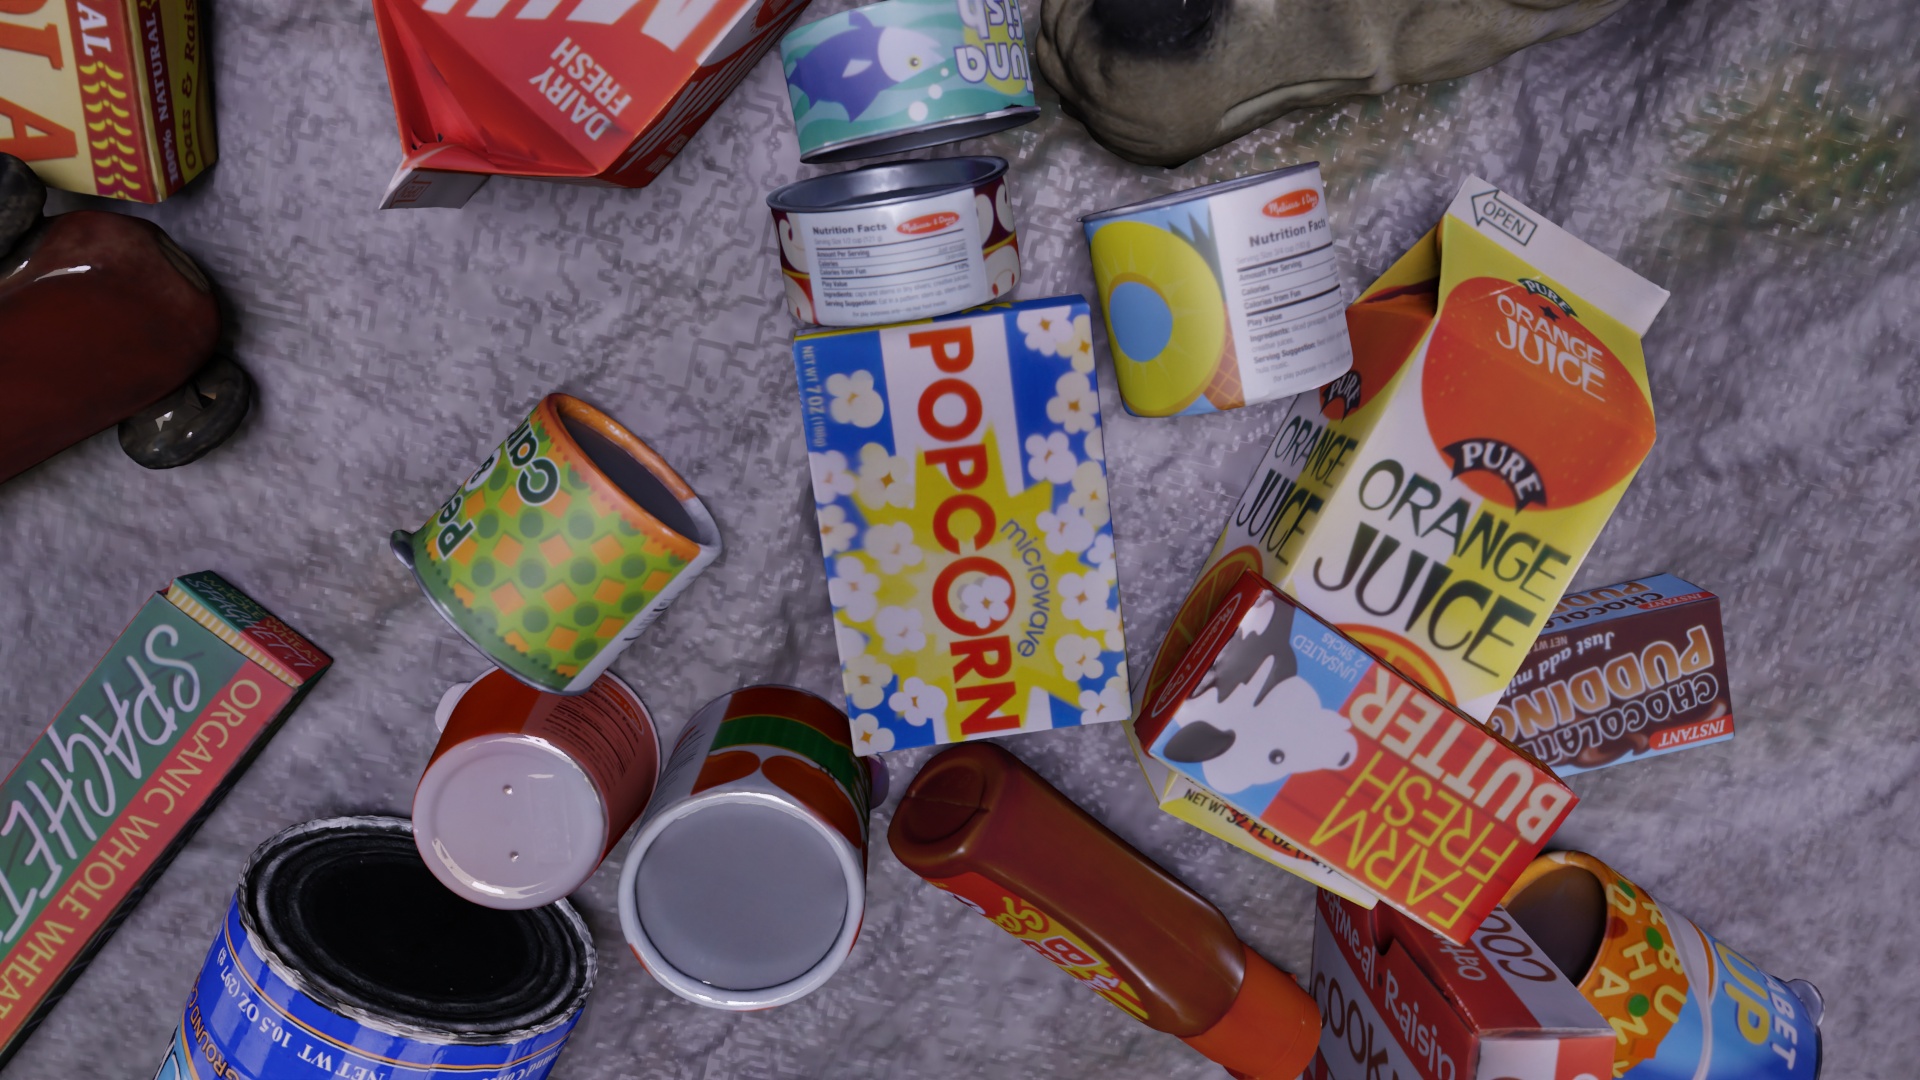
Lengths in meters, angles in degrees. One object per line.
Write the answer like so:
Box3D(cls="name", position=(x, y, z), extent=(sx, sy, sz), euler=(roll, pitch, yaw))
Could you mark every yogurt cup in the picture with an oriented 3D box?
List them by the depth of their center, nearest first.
Box3D(cls="yogurt cup", position=(-0.128, 0.073, 0.414), extent=(0.072, 0.054, 0.072), euler=(-1, 102, -3))

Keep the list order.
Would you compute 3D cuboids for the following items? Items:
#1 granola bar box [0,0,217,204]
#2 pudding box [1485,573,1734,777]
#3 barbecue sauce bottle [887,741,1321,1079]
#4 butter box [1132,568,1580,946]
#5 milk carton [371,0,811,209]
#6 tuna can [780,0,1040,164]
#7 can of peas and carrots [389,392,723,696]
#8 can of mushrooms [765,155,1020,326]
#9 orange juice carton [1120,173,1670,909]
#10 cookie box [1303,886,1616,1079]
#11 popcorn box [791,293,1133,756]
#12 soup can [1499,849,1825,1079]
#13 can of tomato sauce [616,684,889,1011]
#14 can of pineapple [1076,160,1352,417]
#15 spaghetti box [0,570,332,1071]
Box3D(cls="granola bar box", position=(-0.258, -0.174, 0.334), extent=(0.124, 0.039, 0.164), euler=(10, 124, -5))
Box3D(cls="pudding box", position=(0.193, 0.045, 0.436), extent=(0.084, 0.030, 0.049), euler=(-12, 103, 0))
Box3D(cls="barbecue sauce bottle", position=(0.050, 0.119, 0.431), extent=(0.148, 0.064, 0.044), euler=(38, 69, -18))
Box3D(cls="butter box", position=(0.102, 0.057, 0.361), extent=(0.103, 0.024, 0.053), euler=(32, 99, -9))
Box3D(cls="milk carton", position=(-0.079, -0.157, 0.360), extent=(0.073, 0.072, 0.190), euler=(43, 97, -10))
Box3D(cls="tuna can", position=(-0.012, -0.123, 0.371), extent=(0.071, 0.071, 0.032), euler=(-11, 102, 0))
Box3D(cls="can of peas and carrots", position=(-0.112, -0.001, 0.393), extent=(0.058, 0.071, 0.071), euler=(-45, 100, 6))
Box3D(cls="can of mushrooms", position=(-0.017, -0.084, 0.382), extent=(0.071, 0.071, 0.033), euler=(-10, 113, -1))
Box3D(cls="orange juice carton", position=(0.126, -0.002, 0.401), extent=(0.072, 0.073, 0.192), euler=(27, 99, -8))
Box3D(cls="cookie box", position=(0.138, 0.187, 0.415), extent=(0.040, 0.123, 0.167), euler=(0, 102, -4))
Box3D(cls="popcorn box", position=(0.001, -0.005, 0.412), extent=(0.085, 0.038, 0.126), euler=(-8, 102, -2))
Box3D(cls="soup can", position=(0.214, 0.145, 0.439), extent=(0.084, 0.071, 0.071), euler=(34, 98, -9))
Box3D(cls="can of tomato sauce", position=(-0.057, 0.087, 0.405), extent=(0.071, 0.083, 0.071), euler=(0, 102, -2))
Box3D(cls="can of pineapple", position=(0.071, -0.070, 0.390), extent=(0.071, 0.071, 0.057), euler=(-13, 102, 0))
Box3D(cls="spaghetti box", position=(-0.290, 0.115, 0.428), extent=(0.050, 0.029, 0.249), euler=(40, 97, -10))
